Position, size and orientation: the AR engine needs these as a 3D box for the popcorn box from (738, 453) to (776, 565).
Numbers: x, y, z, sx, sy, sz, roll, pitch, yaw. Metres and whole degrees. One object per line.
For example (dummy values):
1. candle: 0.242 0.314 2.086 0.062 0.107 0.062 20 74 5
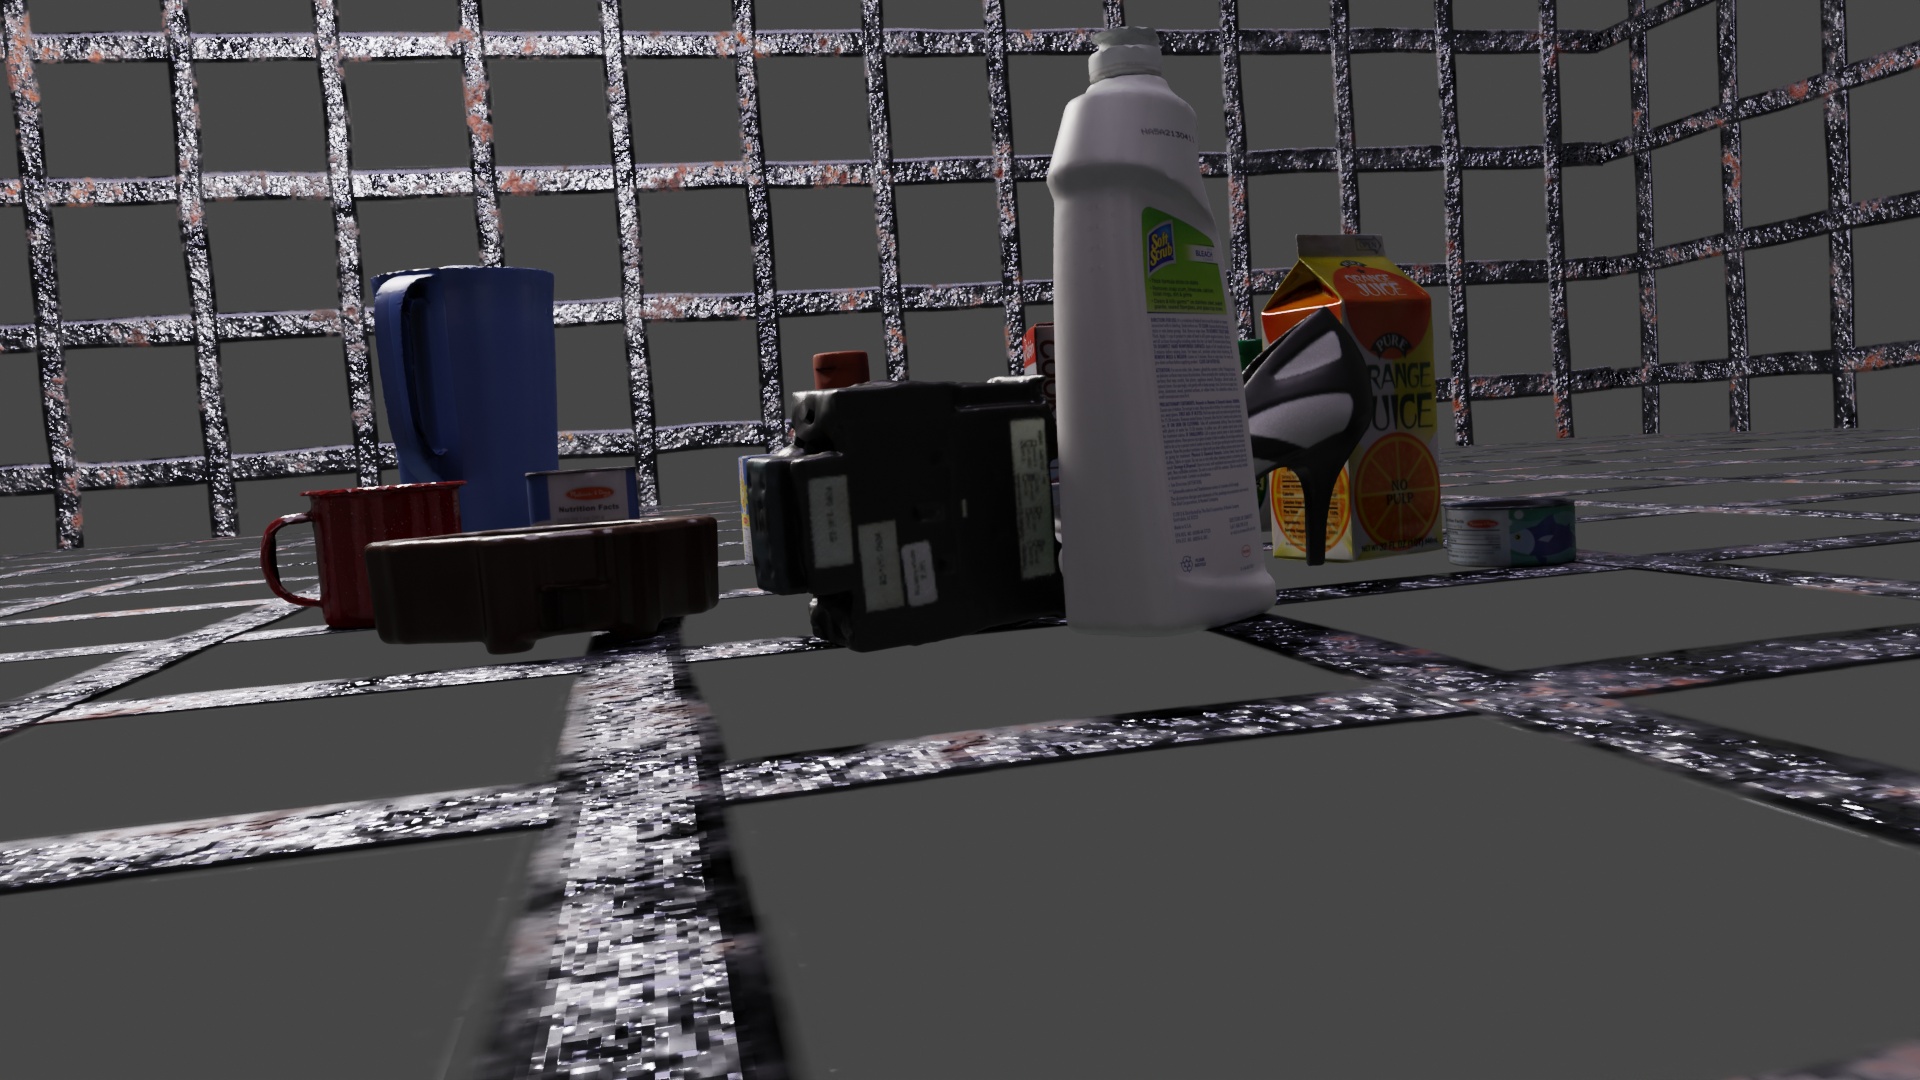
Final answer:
1. popcorn box: -0.106 -0.028 1.082 0.127 0.085 0.038 -5 4 -21

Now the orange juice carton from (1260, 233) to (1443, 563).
1. orange juice carton: 0.231 -0.086 0.826 0.072 0.192 0.073 -6 4 -28

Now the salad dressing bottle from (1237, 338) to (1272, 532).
1. salad dressing bottle: 0.226 -0.081 1.072 0.044 0.147 0.064 -6 4 -30

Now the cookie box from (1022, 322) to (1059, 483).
1. cookie box: 0.074 -0.080 1.068 0.040 0.167 0.123 -4 4 -1

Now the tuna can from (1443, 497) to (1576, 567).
1. tuna can: 0.299 -0.005 0.752 0.071 0.033 0.071 -4 4 0

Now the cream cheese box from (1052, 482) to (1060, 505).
1. cream cheese box: 0.095 -0.015 0.937 0.104 0.053 0.024 -6 4 -29

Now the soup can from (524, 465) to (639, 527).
1. soup can: -0.230 -0.002 0.854 0.071 0.083 0.071 -4 4 0

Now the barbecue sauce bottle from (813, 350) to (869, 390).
1. barbecue sauce bottle: -0.074 -0.050 0.922 0.065 0.148 0.044 -2 4 33
